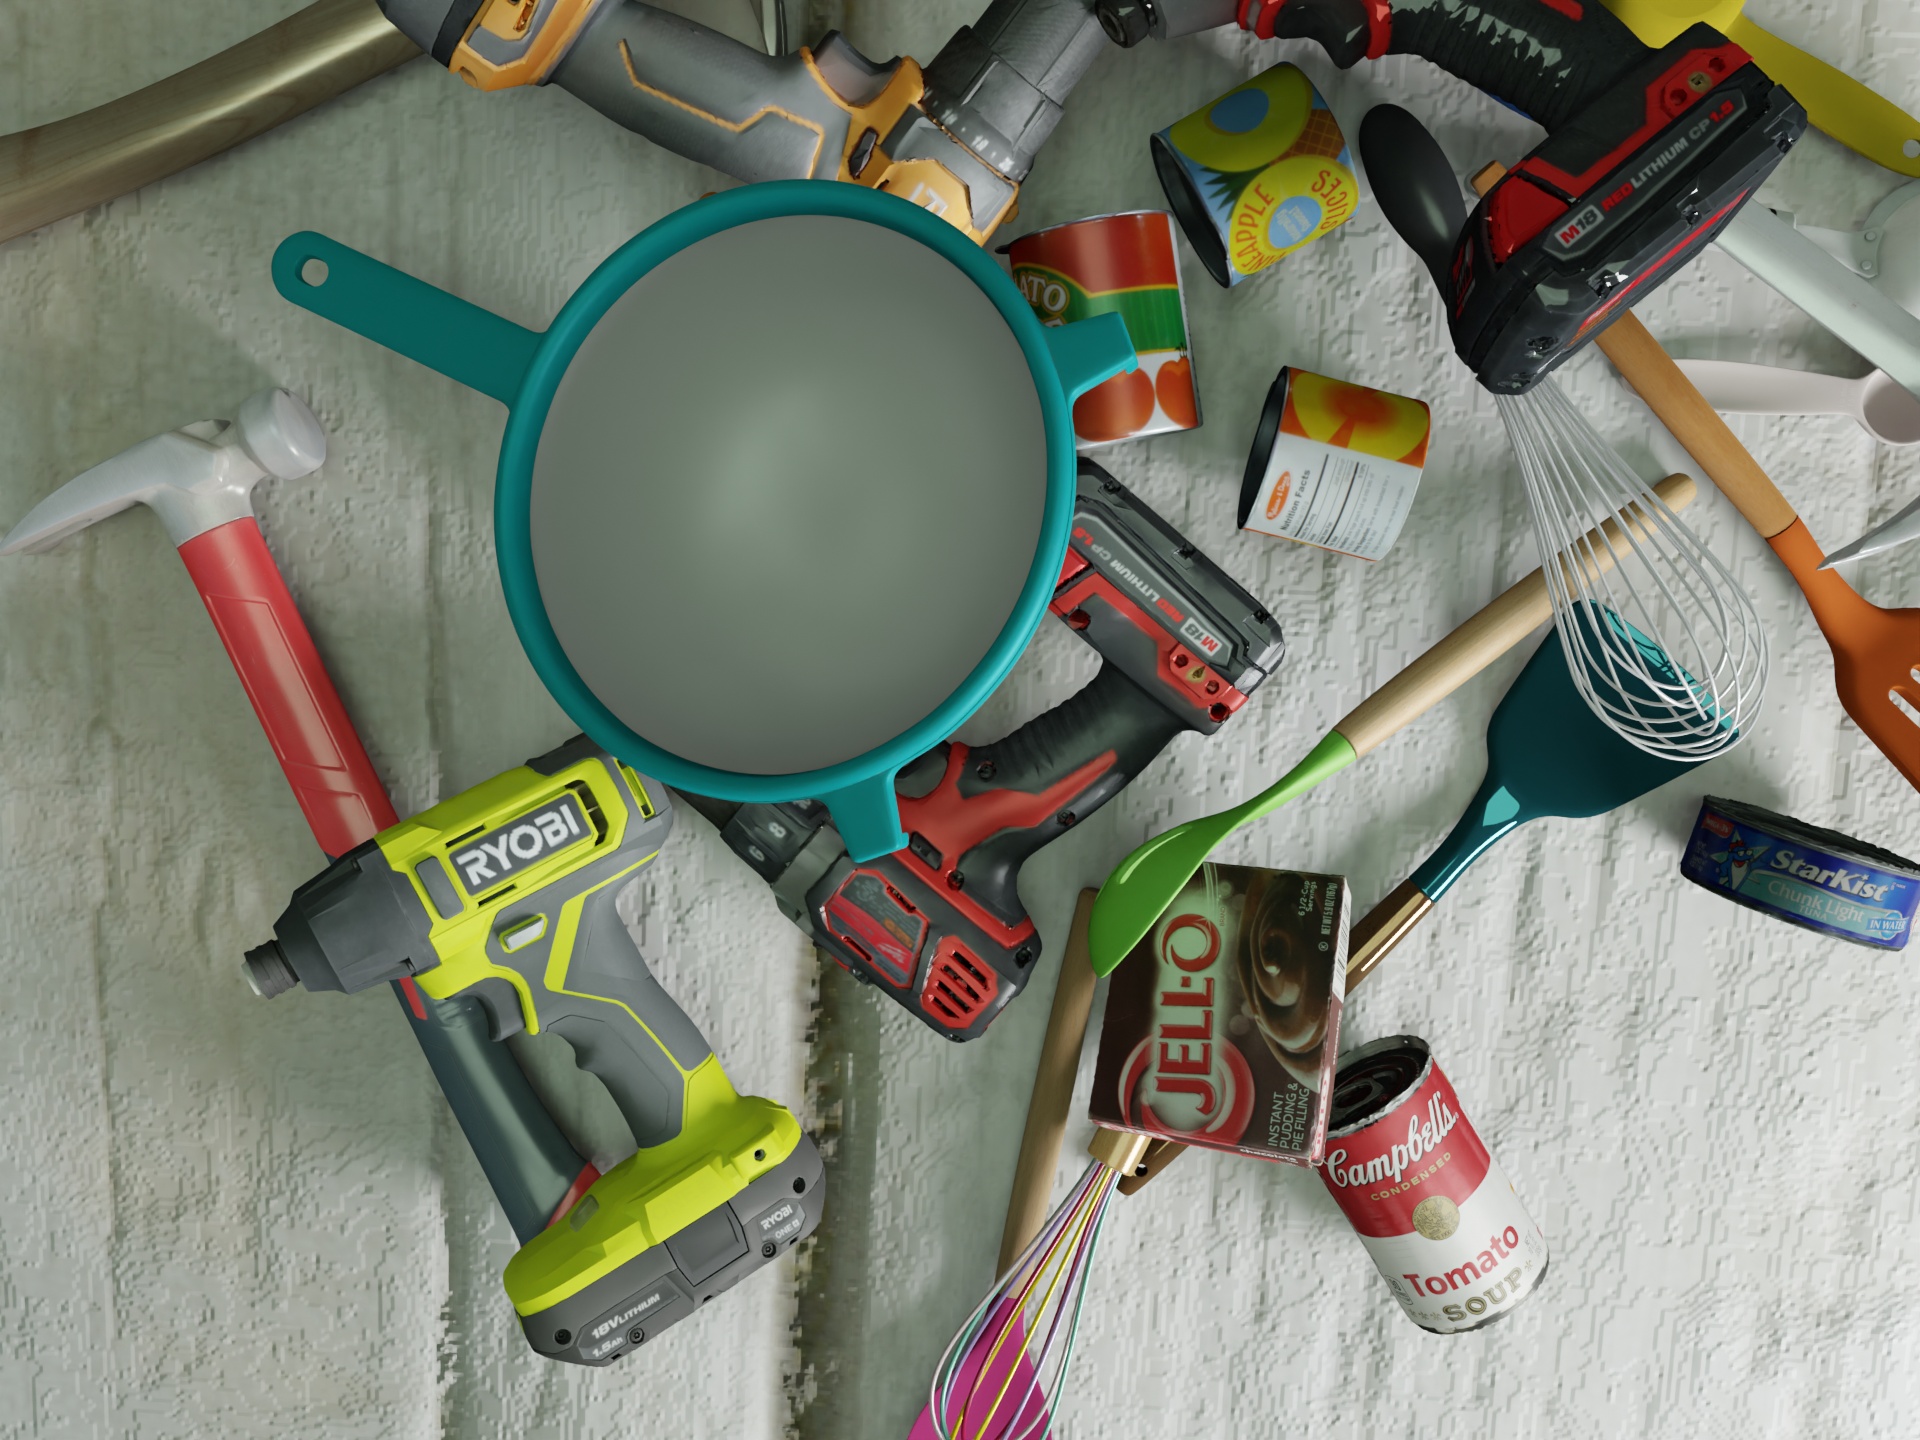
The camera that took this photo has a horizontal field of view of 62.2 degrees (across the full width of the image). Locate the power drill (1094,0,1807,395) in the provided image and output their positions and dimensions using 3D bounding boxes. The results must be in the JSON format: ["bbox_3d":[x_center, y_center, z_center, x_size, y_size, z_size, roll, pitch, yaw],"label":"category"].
[{"bbox_3d":[0.156,-0.227,0.543,0.143,0.078,0.220,-39,80,-1],"label":"power drill"}]

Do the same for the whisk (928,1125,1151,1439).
[{"bbox_3d":[0.054,0.207,0.667,0.051,0.047,0.245,26,85,29],"label":"whisk"}]

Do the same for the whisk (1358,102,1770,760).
[{"bbox_3d":[0.218,-0.115,0.603,0.070,0.070,0.285,-25,78,6],"label":"whisk"}]

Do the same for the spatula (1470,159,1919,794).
[{"bbox_3d":[0.312,-0.096,0.624,0.081,0.041,0.322,-43,95,-4],"label":"spatula"}]

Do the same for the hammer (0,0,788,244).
[{"bbox_3d":[-0.273,-0.257,0.651,0.410,0.038,0.146,-21,97,6],"label":"hammer"}]

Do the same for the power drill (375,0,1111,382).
[{"bbox_3d":[-0.068,-0.255,0.580,0.226,0.084,0.185,34,112,-21],"label":"power drill"}]

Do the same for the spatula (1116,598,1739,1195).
[{"bbox_3d":[0.173,0.090,0.662,0.082,0.044,0.317,43,99,4],"label":"spatula"}]

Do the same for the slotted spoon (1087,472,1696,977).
[{"bbox_3d":[0.169,-0.006,0.626,0.314,0.070,0.031,-36,84,-8],"label":"slotted spoon"}]

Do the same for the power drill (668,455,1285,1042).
[{"bbox_3d":[-0.001,-0.002,0.648,0.188,0.080,0.226,40,101,-2],"label":"power drill"}]

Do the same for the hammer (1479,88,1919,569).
[{"bbox_3d":[0.230,-0.221,0.590,0.405,0.035,0.144,41,89,7],"label":"hammer"}]

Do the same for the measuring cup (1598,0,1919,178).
[{"bbox_3d":[0.316,-0.258,0.611,0.156,0.029,0.062,36,98,4],"label":"measuring cup"}]

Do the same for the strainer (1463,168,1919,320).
[{"bbox_3d":[0.326,-0.188,0.621,0.258,0.050,0.087,11,82,5],"label":"strainer"}]

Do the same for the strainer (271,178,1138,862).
[{"bbox_3d":[-0.106,-0.102,0.592,0.340,0.095,0.211,27,94,19],"label":"strainer"}]

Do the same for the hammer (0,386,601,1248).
[{"bbox_3d":[-0.270,0.063,0.690,0.143,0.038,0.386,-23,95,7],"label":"hammer"}]

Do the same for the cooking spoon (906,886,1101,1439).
[{"bbox_3d":[0.027,0.227,0.701,0.068,0.017,0.319,10,98,-10],"label":"cooking spoon"}]

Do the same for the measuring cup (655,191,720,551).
[{"bbox_3d":[-0.126,-0.132,0.648,0.095,0.052,0.173,16,100,1],"label":"measuring cup"}]

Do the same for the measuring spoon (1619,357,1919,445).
[{"bbox_3d":[0.330,-0.132,0.642,0.124,0.018,0.034,7,94,9],"label":"measuring spoon"}]

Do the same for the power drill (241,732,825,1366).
[{"bbox_3d":[-0.167,0.136,0.650,0.171,0.080,0.223,-28,96,-21],"label":"power drill"}]
